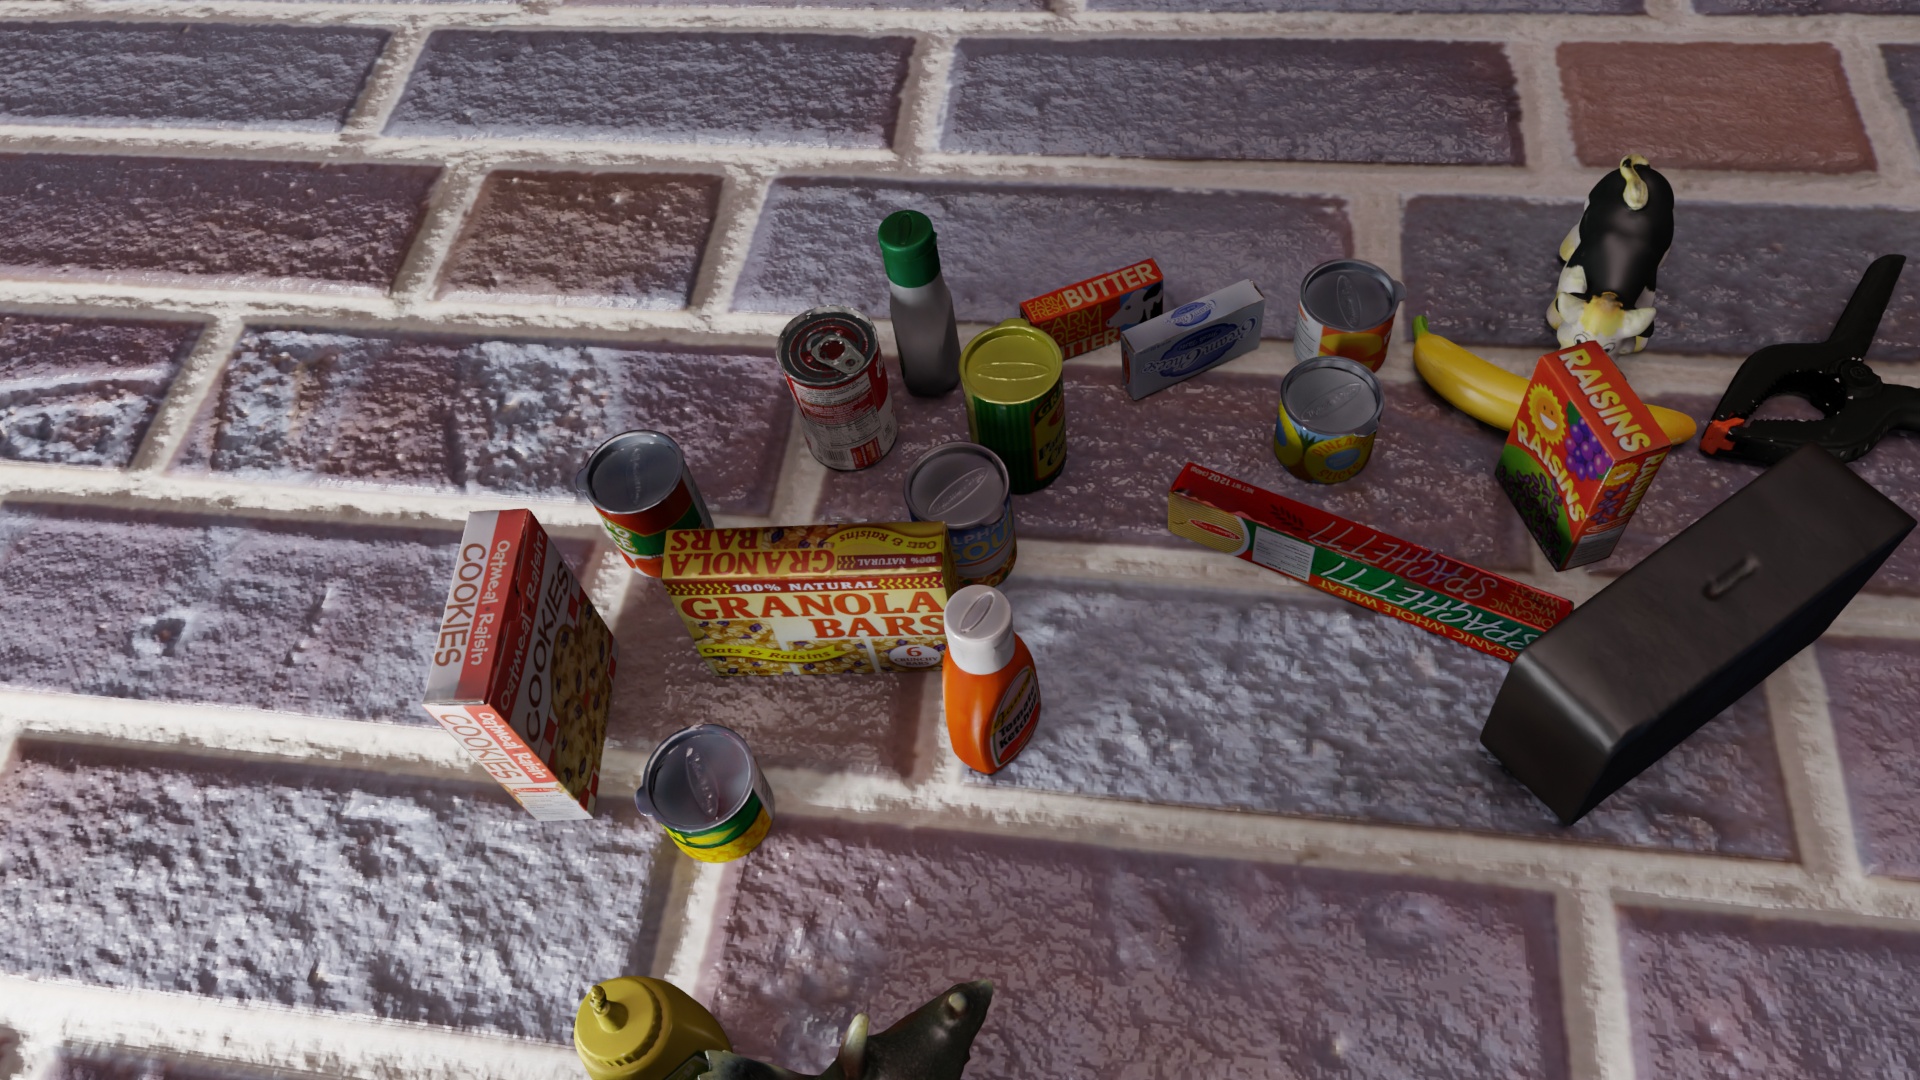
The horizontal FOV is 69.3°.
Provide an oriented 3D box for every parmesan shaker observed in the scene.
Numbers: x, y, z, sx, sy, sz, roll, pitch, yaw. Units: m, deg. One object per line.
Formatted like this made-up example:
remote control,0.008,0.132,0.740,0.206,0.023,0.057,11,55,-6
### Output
parmesan shaker,0.038,-0.088,0.925,0.071,0.102,0.071,-3,57,5

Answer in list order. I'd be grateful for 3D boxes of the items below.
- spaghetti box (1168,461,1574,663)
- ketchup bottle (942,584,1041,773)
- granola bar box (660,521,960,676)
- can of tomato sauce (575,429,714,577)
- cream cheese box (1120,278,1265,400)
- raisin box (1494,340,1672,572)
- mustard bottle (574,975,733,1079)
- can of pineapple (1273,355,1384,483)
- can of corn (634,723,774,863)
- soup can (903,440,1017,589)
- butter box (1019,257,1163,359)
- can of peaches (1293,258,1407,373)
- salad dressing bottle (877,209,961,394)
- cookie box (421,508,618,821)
spaghetti box,0.249,0.016,0.865,0.250,0.050,0.029,22,63,19
ketchup bottle,0.015,0.077,0.794,0.043,0.148,0.065,28,65,22
granola bar box,-0.084,0.038,0.846,0.165,0.123,0.039,-2,57,6
can of tomato sauce,-0.208,-0.022,0.924,0.071,0.082,0.071,-3,57,5
cream cheese box,0.162,-0.141,0.974,0.104,0.053,0.024,-24,58,-9
raisin box,0.377,-0.050,0.848,0.040,0.122,0.086,-16,57,-3
mustard bottle,-0.159,0.252,0.695,0.065,0.159,0.049,-37,61,-16
can of pineapple,0.244,-0.078,0.921,0.071,0.057,0.071,-3,57,5
can of corn,-0.150,0.151,0.820,0.071,0.058,0.071,-3,57,5
soup can,0.003,-0.011,0.891,0.071,0.083,0.072,-3,57,5
butter box,0.095,-0.162,0.996,0.103,0.053,0.024,-19,57,-6
can of peaches,0.270,-0.152,0.966,0.071,0.057,0.071,-3,57,5
salad dressing bottle,-0.028,-0.162,0.954,0.044,0.147,0.064,0,58,7
cookie box,-0.250,0.076,0.815,0.040,0.166,0.123,-3,57,5
